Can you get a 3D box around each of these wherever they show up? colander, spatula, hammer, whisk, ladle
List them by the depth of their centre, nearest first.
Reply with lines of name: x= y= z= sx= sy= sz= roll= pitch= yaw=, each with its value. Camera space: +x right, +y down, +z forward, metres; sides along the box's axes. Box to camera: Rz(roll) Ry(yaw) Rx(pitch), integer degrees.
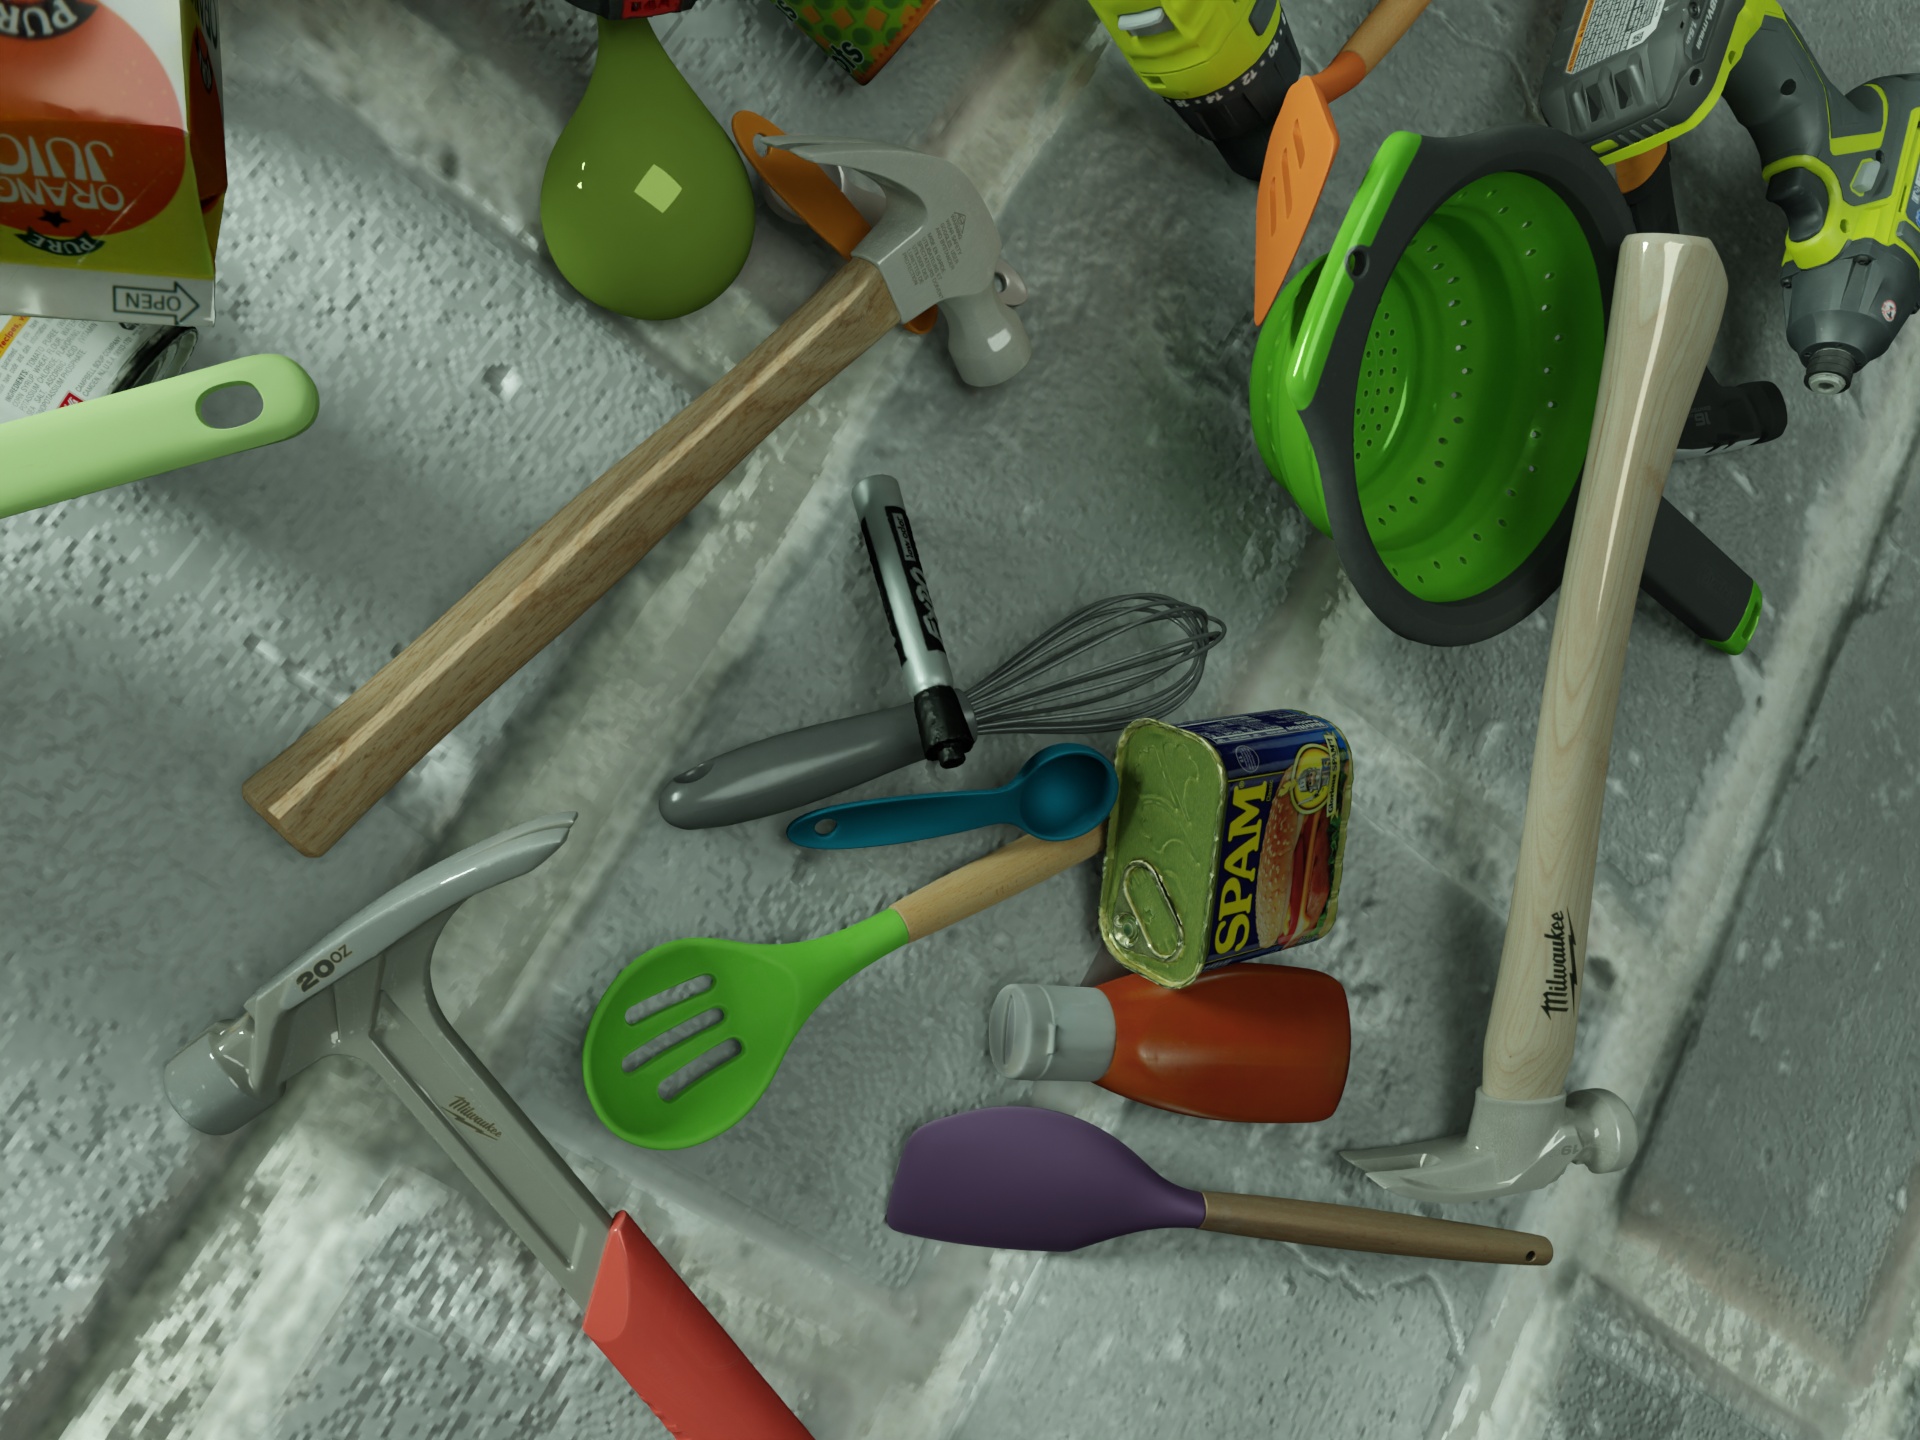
hammer: x=-0.090 y=0.205 z=0.533 sx=0.149 sy=0.037 sz=0.359 roll=-33 pitch=105 yaw=4
hammer: x=-0.109 y=-0.081 z=0.550 sx=0.331 sy=0.031 sz=0.129 roll=-45 pitch=138 yaw=-16
ladle: x=-0.140 y=-0.301 z=0.574 sx=0.078 sy=0.062 sz=0.320 roll=-12 pitch=84 yaw=-29
whisk: x=-0.002 y=-0.003 z=0.610 sx=0.239 sy=0.055 sz=0.055 roll=-18 pitch=94 yaw=-20
spatula: x=0.120 y=0.202 z=0.656 sx=0.315 sy=0.018 sz=0.060 roll=14 pitch=97 yaw=-21
hammer: x=0.252 y=0.008 z=0.670 sx=0.146 sy=0.038 sz=0.410 roll=0 pitch=102 yaw=-25
spatula: x=0.181 y=-0.282 z=0.675 sx=0.041 sy=0.081 sz=0.323 roll=30 pitch=52 yaw=9
colander: x=0.246 y=-0.115 z=0.717 sx=0.396 sy=0.095 sz=0.204 roll=23 pitch=89 yaw=-40
hammer: x=0.331 y=-0.296 z=0.793 sx=0.127 sy=0.034 sz=0.337 roll=-12 pitch=91 yaw=-27

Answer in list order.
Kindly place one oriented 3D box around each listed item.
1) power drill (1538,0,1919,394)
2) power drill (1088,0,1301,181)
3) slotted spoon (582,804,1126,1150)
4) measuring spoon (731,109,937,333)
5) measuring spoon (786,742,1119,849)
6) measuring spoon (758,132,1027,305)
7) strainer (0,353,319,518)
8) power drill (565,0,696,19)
power drill: x=0.385 y=-0.275 z=0.758 sx=0.223 sy=0.080 sz=0.171 roll=29 pitch=73 yaw=-25
power drill: x=0.117 y=-0.359 z=0.655 sx=0.190 sy=0.080 sz=0.228 roll=36 pitch=68 yaw=-48
slotted spoon: x=-0.002 y=0.070 z=0.612 sx=0.314 sy=0.031 sz=0.070 roll=-24 pitch=96 yaw=-27
measuring spoon: x=-0.047 y=-0.185 z=0.597 sx=0.116 sy=0.011 sz=0.021 roll=38 pitch=67 yaw=-42
measuring spoon: x=-0.004 y=0.029 z=0.604 sx=0.128 sy=0.021 sz=0.042 roll=-7 pitch=124 yaw=-12
measuring spoon: x=-0.026 y=-0.192 z=0.630 sx=0.124 sy=0.018 sz=0.034 roll=20 pitch=78 yaw=-30
strainer: x=-0.303 y=-0.053 z=0.438 sx=0.256 sy=0.069 sz=0.151 roll=-19 pitch=98 yaw=-11
power drill: x=-0.191 y=-0.289 z=0.496 sx=0.219 sy=0.078 sz=0.143 roll=-12 pitch=91 yaw=-12
